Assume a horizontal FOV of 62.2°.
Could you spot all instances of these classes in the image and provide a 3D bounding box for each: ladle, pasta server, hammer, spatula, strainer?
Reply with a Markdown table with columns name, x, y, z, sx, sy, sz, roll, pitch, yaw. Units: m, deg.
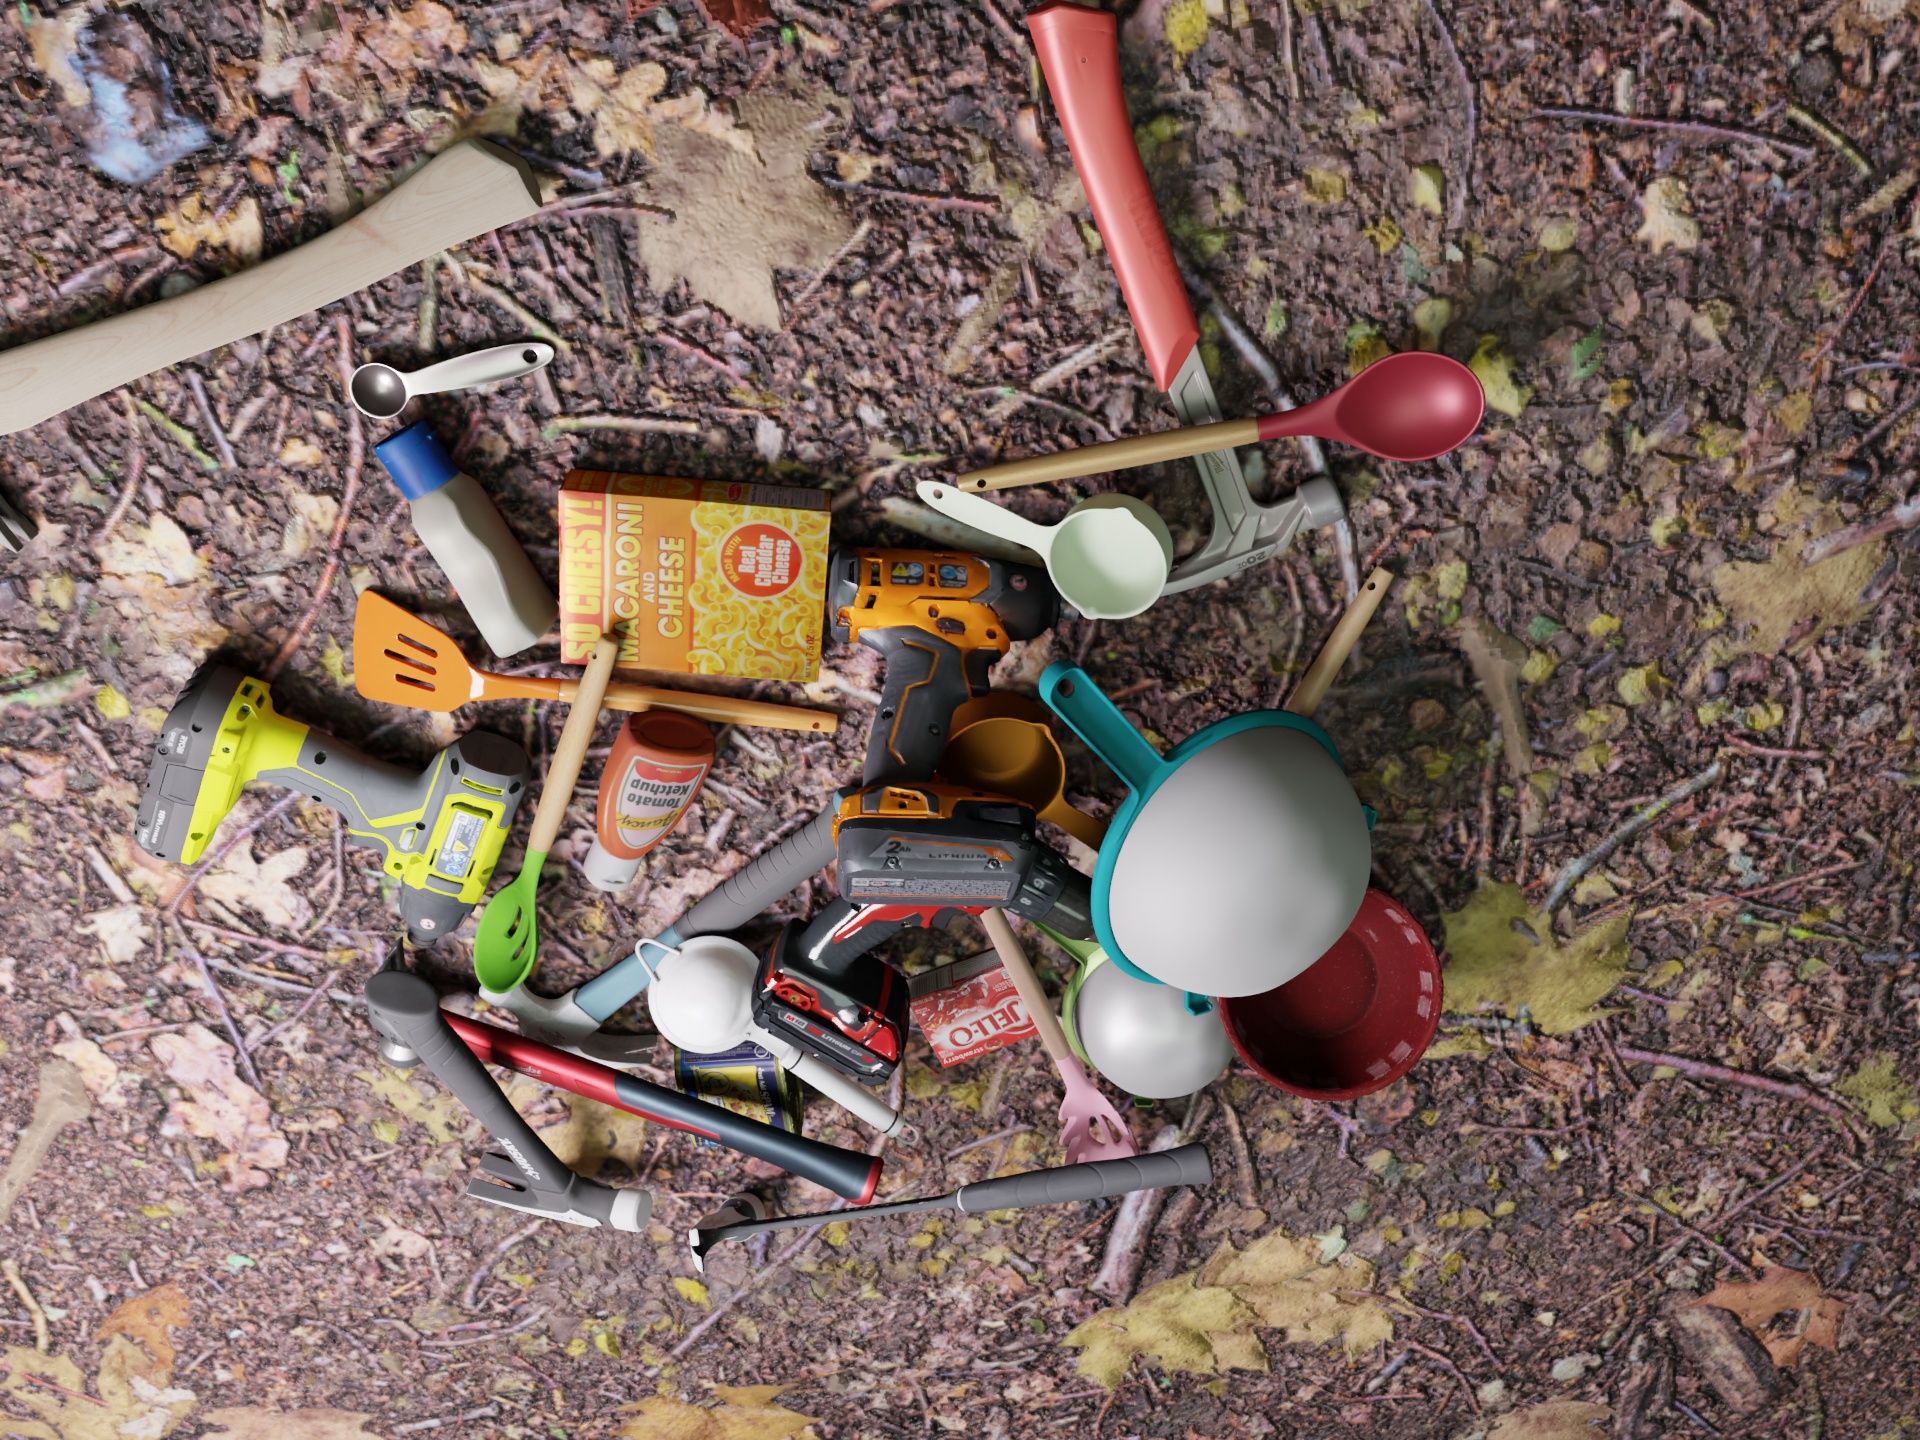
| name | x | y | z | sx | sy | sz | roll | pitch | yaw |
| --- | --- | --- | --- | --- | --- | --- | --- | --- | --- |
| ladle | 0.205 | 0.032 | 1.099 | 0.062 | 0.078 | 0.320 | -1 | 126 | -51 |
| pasta server | 0.065 | 0.234 | 1.181 | 0.060 | 0.040 | 0.316 | -14 | 120 | 19 |
| hammer | -0.432 | -0.230 | 0.932 | 0.410 | 0.038 | 0.146 | -19 | 120 | 8 |
| hammer | -0.342 | 0.279 | 1.147 | 0.146 | 0.035 | 0.334 | 4 | 141 | 17 |
| hammer | -0.012 | 0.363 | 1.204 | 0.409 | 0.149 | 0.036 | -11 | 82 | 11 |
| spatula | -0.243 | -0.023 | 1.066 | 0.322 | 0.041 | 0.081 | 7 | 119 | -11 |
| strainer | -0.128 | 0.238 | 1.155 | 0.258 | 0.050 | 0.087 | 38 | 90 | -17 |
| hammer | -0.189 | 0.149 | 1.157 | 0.331 | 0.033 | 0.128 | -36 | 114 | 16 |
| hammer | -0.239 | 0.262 | 1.146 | 0.386 | 0.038 | 0.143 | 19 | 140 | 0 |
| strainer | 0.162 | 0.073 | 0.998 | 0.211 | 0.095 | 0.340 | -48 | 133 | -1 |
| strainer | 0.118 | 0.203 | 1.180 | 0.151 | 0.069 | 0.256 | -41 | 115 | 18 |
| ladle | 0.153 | -0.170 | 0.959 | 0.315 | 0.031 | 0.069 | -9 | 118 | 4 |
| hammer | 0.110 | -0.244 | 0.949 | 0.149 | 0.037 | 0.358 | -21 | 119 | 9 |

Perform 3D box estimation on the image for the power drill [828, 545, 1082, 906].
| name | x | y | z | sx | sy | sz | roll | pitch | yaw |
| --- | --- | --- | --- | --- | --- | --- | --- | --- | --- |
| power drill | -0.002 | -0.003 | 0.988 | 0.164 | 0.227 | 0.084 | 1 | 156 | -5 |

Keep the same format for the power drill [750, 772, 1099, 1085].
| name | x | y | z | sx | sy | sz | roll | pitch | yaw |
| --- | --- | --- | --- | --- | --- | --- | --- | --- | --- |
| power drill | -0.020 | 0.148 | 1.092 | 0.187 | 0.080 | 0.226 | 31 | 118 | -13 |

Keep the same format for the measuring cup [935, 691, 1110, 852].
| name | x | y | z | sx | sy | sz | roll | pitch | yaw |
| --- | --- | --- | --- | --- | --- | --- | --- | --- | --- |
| measuring cup | 0.059 | 0.045 | 1.101 | 0.173 | 0.052 | 0.095 | 33 | 113 | -21 |

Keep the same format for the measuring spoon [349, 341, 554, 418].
| name | x | y | z | sx | sy | sz | roll | pitch | yaw |
| --- | --- | --- | --- | --- | --- | --- | --- | --- | --- |
| measuring spoon | -0.307 | -0.212 | 0.964 | 0.124 | 0.018 | 0.034 | -13 | 119 | -3 |

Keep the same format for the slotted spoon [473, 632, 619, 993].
| name | x | y | z | sx | sy | sz | roll | pitch | yaw |
| --- | --- | --- | --- | --- | --- | --- | --- | --- | --- |
| slotted spoon | -0.279 | 0.068 | 1.082 | 0.031 | 0.070 | 0.313 | -6 | 134 | -41 |

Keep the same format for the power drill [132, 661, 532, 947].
| name | x | y | z | sx | sy | sz | roll | pitch | yaw |
| --- | --- | --- | --- | --- | --- | --- | --- | --- | --- |
| power drill | -0.423 | 0.063 | 1.076 | 0.223 | 0.080 | 0.171 | 20 | 116 | -17 |

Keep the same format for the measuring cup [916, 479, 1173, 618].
| name | x | y | z | sx | sy | sz | roll | pitch | yaw |
| --- | --- | --- | --- | --- | --- | --- | --- | --- | --- |
| measuring cup | 0.054 | -0.122 | 0.996 | 0.167 | 0.038 | 0.083 | 23 | 128 | 9 |
